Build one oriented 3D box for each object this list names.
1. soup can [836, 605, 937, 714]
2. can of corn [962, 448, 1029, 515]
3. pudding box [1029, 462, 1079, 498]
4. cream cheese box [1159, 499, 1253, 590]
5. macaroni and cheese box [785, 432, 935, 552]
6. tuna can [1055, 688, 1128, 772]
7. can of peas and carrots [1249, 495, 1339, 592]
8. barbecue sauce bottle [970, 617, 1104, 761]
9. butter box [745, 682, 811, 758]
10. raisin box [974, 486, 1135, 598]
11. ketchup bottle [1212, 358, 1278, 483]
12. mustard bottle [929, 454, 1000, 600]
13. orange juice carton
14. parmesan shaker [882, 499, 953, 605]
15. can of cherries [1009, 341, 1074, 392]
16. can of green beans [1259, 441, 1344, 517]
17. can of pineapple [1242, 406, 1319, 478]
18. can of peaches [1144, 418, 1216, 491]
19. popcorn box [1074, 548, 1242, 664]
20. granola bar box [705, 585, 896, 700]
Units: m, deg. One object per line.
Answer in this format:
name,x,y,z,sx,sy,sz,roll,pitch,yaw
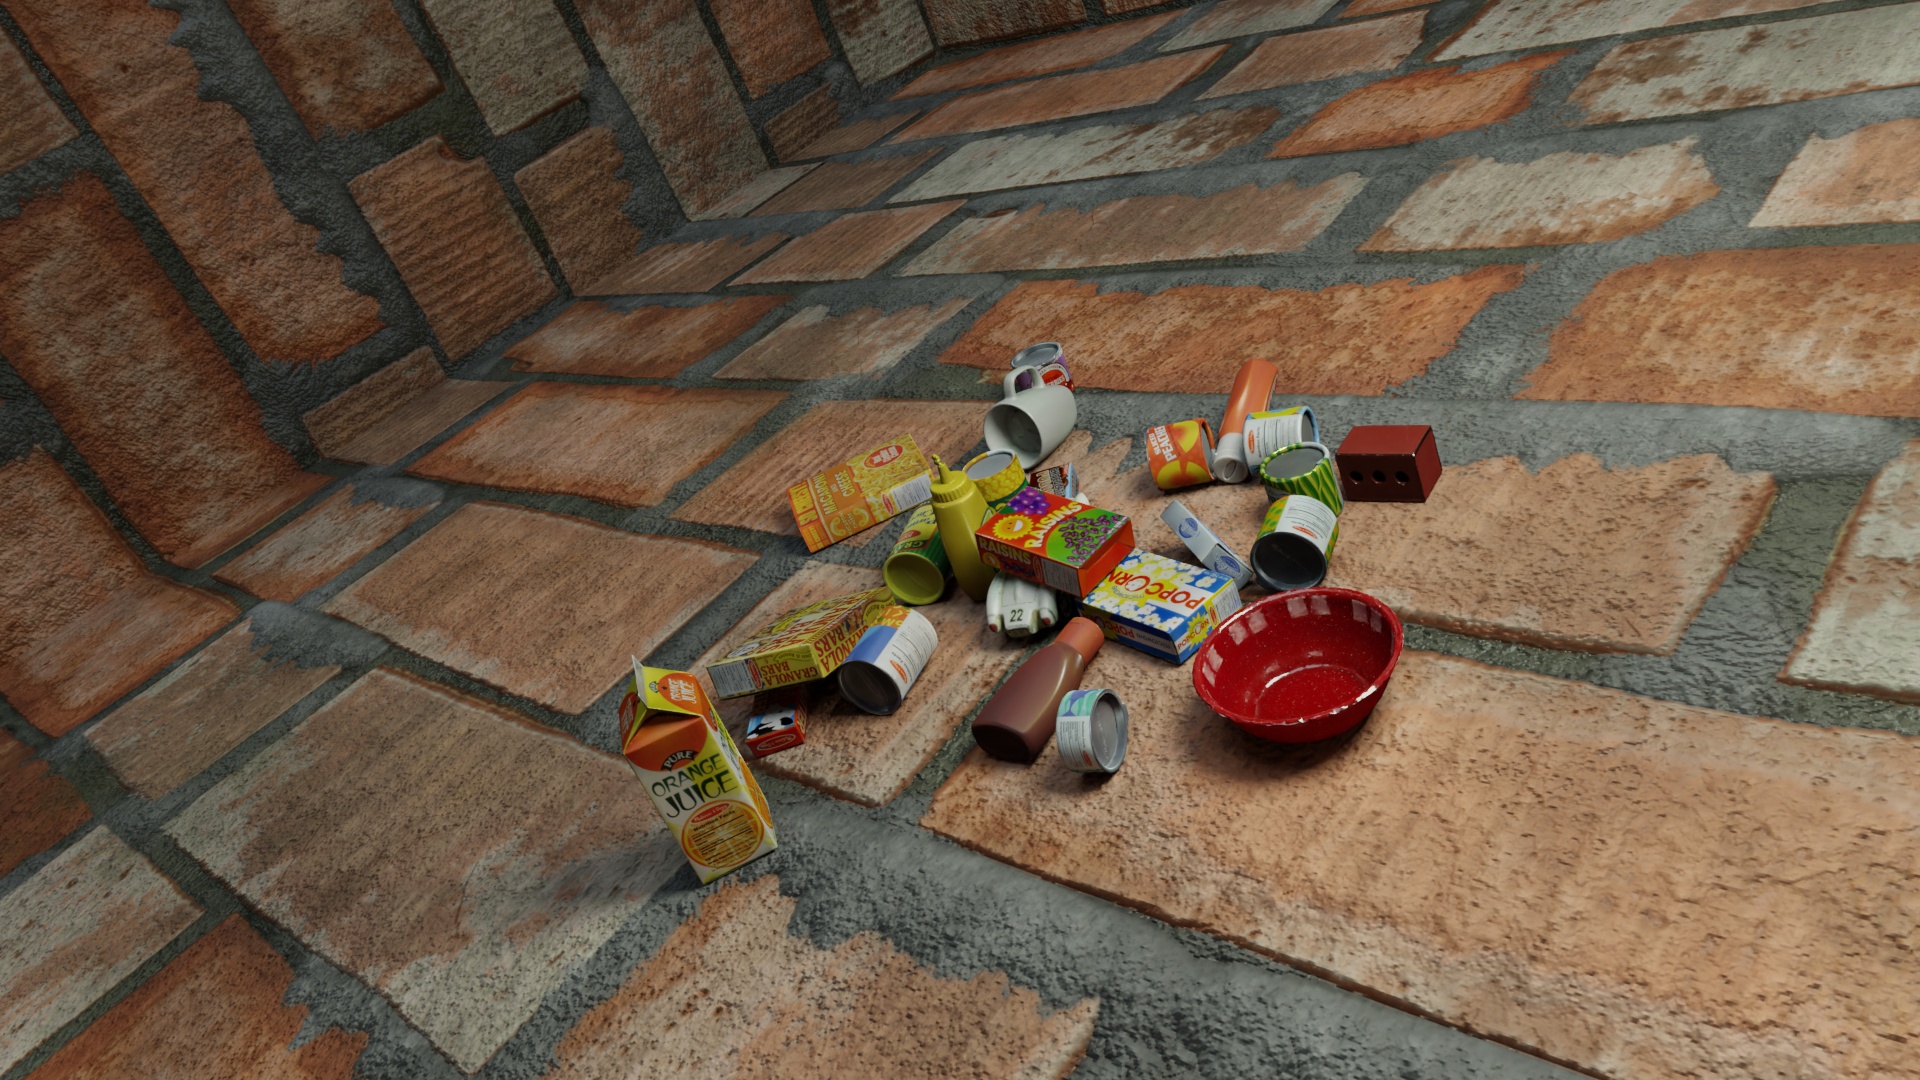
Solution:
soup can,-0.070,0.112,1.302,0.071,0.071,0.084,-5,33,32
can of corn,0.039,-0.058,1.516,0.071,0.058,0.071,-19,28,11
pudding box,0.099,-0.046,1.479,0.049,0.030,0.084,-14,30,16
cream cheese box,0.225,0.004,1.272,0.024,0.053,0.104,-49,26,10
macaroni and cheese box,-0.117,-0.058,1.655,0.166,0.040,0.124,-25,28,-3
tuna can,0.105,0.150,1.103,0.033,0.070,0.071,-6,33,31
can of peas and carrots,0.291,0.004,1.213,0.071,0.070,0.059,-5,33,32
barbecue sauce bottle,0.073,0.125,1.194,0.065,0.043,0.149,3,37,40
butter box,-0.174,0.162,1.338,0.053,0.024,0.104,-19,29,10
raisin box,0.087,0.000,1.293,0.123,0.040,0.086,19,48,37
ketchup bottle,0.291,-0.121,1.432,0.043,0.064,0.149,21,49,5
mustard bottle,0.005,-0.017,1.365,0.049,0.159,0.066,-10,32,23
orange juice carton,-0.228,0.185,1.162,0.073,0.192,0.072,-26,27,-4
parmesan shaker,-0.036,0.011,1.448,0.071,0.071,0.103,-10,31,25
can of cherries,0.102,-0.204,1.718,0.071,0.058,0.072,-18,28,10
can of green beans,0.317,-0.051,1.291,0.071,0.057,0.071,-19,28,11
can of pineapple,0.316,-0.096,1.364,0.058,0.070,0.071,-5,34,31
can of peaches,0.225,-0.089,1.414,0.058,0.071,0.071,-10,31,23
popcorn box,0.175,0.057,1.236,0.085,0.038,0.127,-38,31,-24
granola bar box,-0.150,0.099,1.355,0.124,0.039,0.166,-14,11,27
